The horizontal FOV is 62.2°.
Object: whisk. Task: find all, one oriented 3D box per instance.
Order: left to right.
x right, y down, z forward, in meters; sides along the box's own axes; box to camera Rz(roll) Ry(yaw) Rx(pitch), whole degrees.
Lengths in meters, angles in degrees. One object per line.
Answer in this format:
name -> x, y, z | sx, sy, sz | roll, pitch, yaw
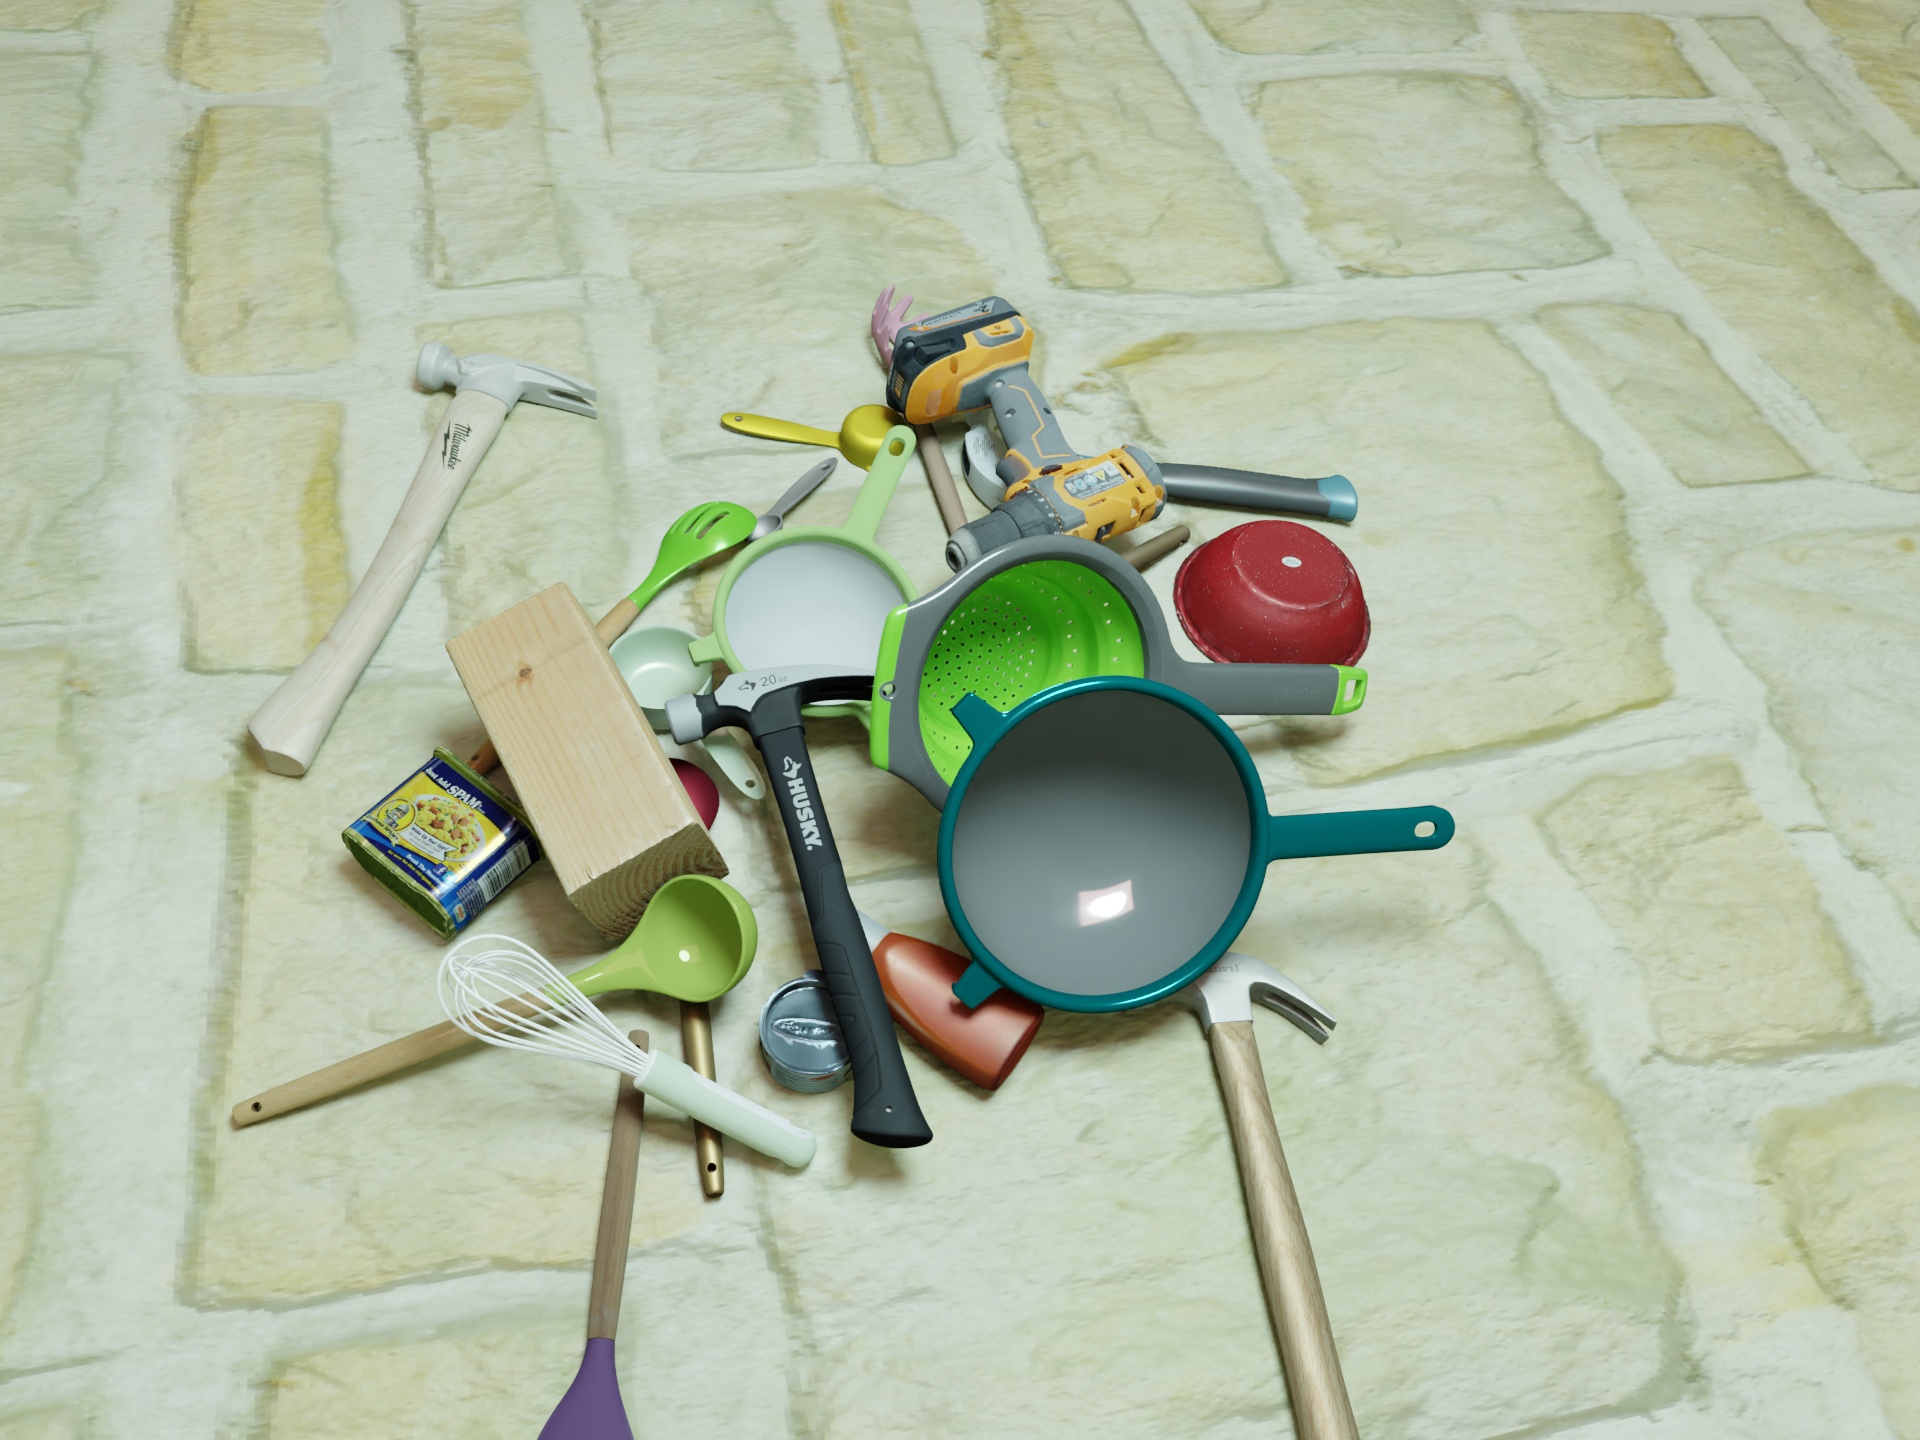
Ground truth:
whisk -> -0.190, 0.198, 0.924 | 0.246, 0.058, 0.059 | 31, 86, -14

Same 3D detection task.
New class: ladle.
ladle -> -0.275, 0.175, 0.950 | 0.320, 0.062, 0.078 | -20, 79, -12
ladle -> -0.176, 0.150, 1.018 | 0.069, 0.031, 0.316 | -7, 57, -10

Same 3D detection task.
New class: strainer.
strainer -> -0.088, -0.105, 1.175 | 0.151, 0.069, 0.256 | 22, 63, -2
strainer -> 0.143, 0.069, 1.023 | 0.340, 0.095, 0.211 | -2, 99, -13

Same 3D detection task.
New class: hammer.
hammer -> -0.403, -0.128, 1.184 | 0.146, 0.038, 0.411 | 14, 53, 0
hammer -> -0.079, 0.108, 1.001 | 0.146, 0.035, 0.335 | -15, 62, -9
hammer -> 0.166, -0.202, 1.322 | 0.331, 0.033, 0.128 | 6, 52, -4
hammer -> 0.191, 0.291, 0.962 | 0.130, 0.031, 0.332 | -3, 55, -10

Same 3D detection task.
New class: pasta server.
pasta server -> -0.023, -0.239, 1.319 | 0.060, 0.040, 0.317 | 19, 43, -45

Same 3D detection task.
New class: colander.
colander -> 0.105, -0.032, 1.106 | 0.397, 0.204, 0.095 | 0, 17, -27

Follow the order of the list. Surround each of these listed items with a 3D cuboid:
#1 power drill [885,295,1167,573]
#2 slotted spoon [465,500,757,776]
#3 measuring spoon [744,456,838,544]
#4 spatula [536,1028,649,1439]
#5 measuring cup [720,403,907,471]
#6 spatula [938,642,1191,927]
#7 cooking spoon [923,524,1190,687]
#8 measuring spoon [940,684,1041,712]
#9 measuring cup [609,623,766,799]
power drill -> 0.026, -0.213, 1.240 | 0.185, 0.084, 0.226 | -26, 67, -25
slotted spoon -> -0.255, -0.067, 1.162 | 0.070, 0.031, 0.314 | 13, 51, 33
measuring spoon -> -0.131, -0.173, 1.269 | 0.034, 0.018, 0.124 | 9, 43, 32
spatula -> -0.200, 0.321, 0.891 | 0.059, 0.018, 0.316 | 4, 54, -4
measuring cup -> -0.120, -0.245, 1.313 | 0.156, 0.029, 0.062 | 9, 53, -5
spatula -> 0.073, 0.028, 1.134 | 0.081, 0.041, 0.323 | -34, 64, -27
cooking spoon -> 0.076, -0.092, 1.202 | 0.017, 0.068, 0.319 | 45, 49, 18
measuring spoon -> -0.002, -0.004, 1.146 | 0.128, 0.021, 0.042 | -11, 54, -2
measuring cup -> -0.187, 0.003, 1.118 | 0.083, 0.038, 0.168 | -29, 65, -26
